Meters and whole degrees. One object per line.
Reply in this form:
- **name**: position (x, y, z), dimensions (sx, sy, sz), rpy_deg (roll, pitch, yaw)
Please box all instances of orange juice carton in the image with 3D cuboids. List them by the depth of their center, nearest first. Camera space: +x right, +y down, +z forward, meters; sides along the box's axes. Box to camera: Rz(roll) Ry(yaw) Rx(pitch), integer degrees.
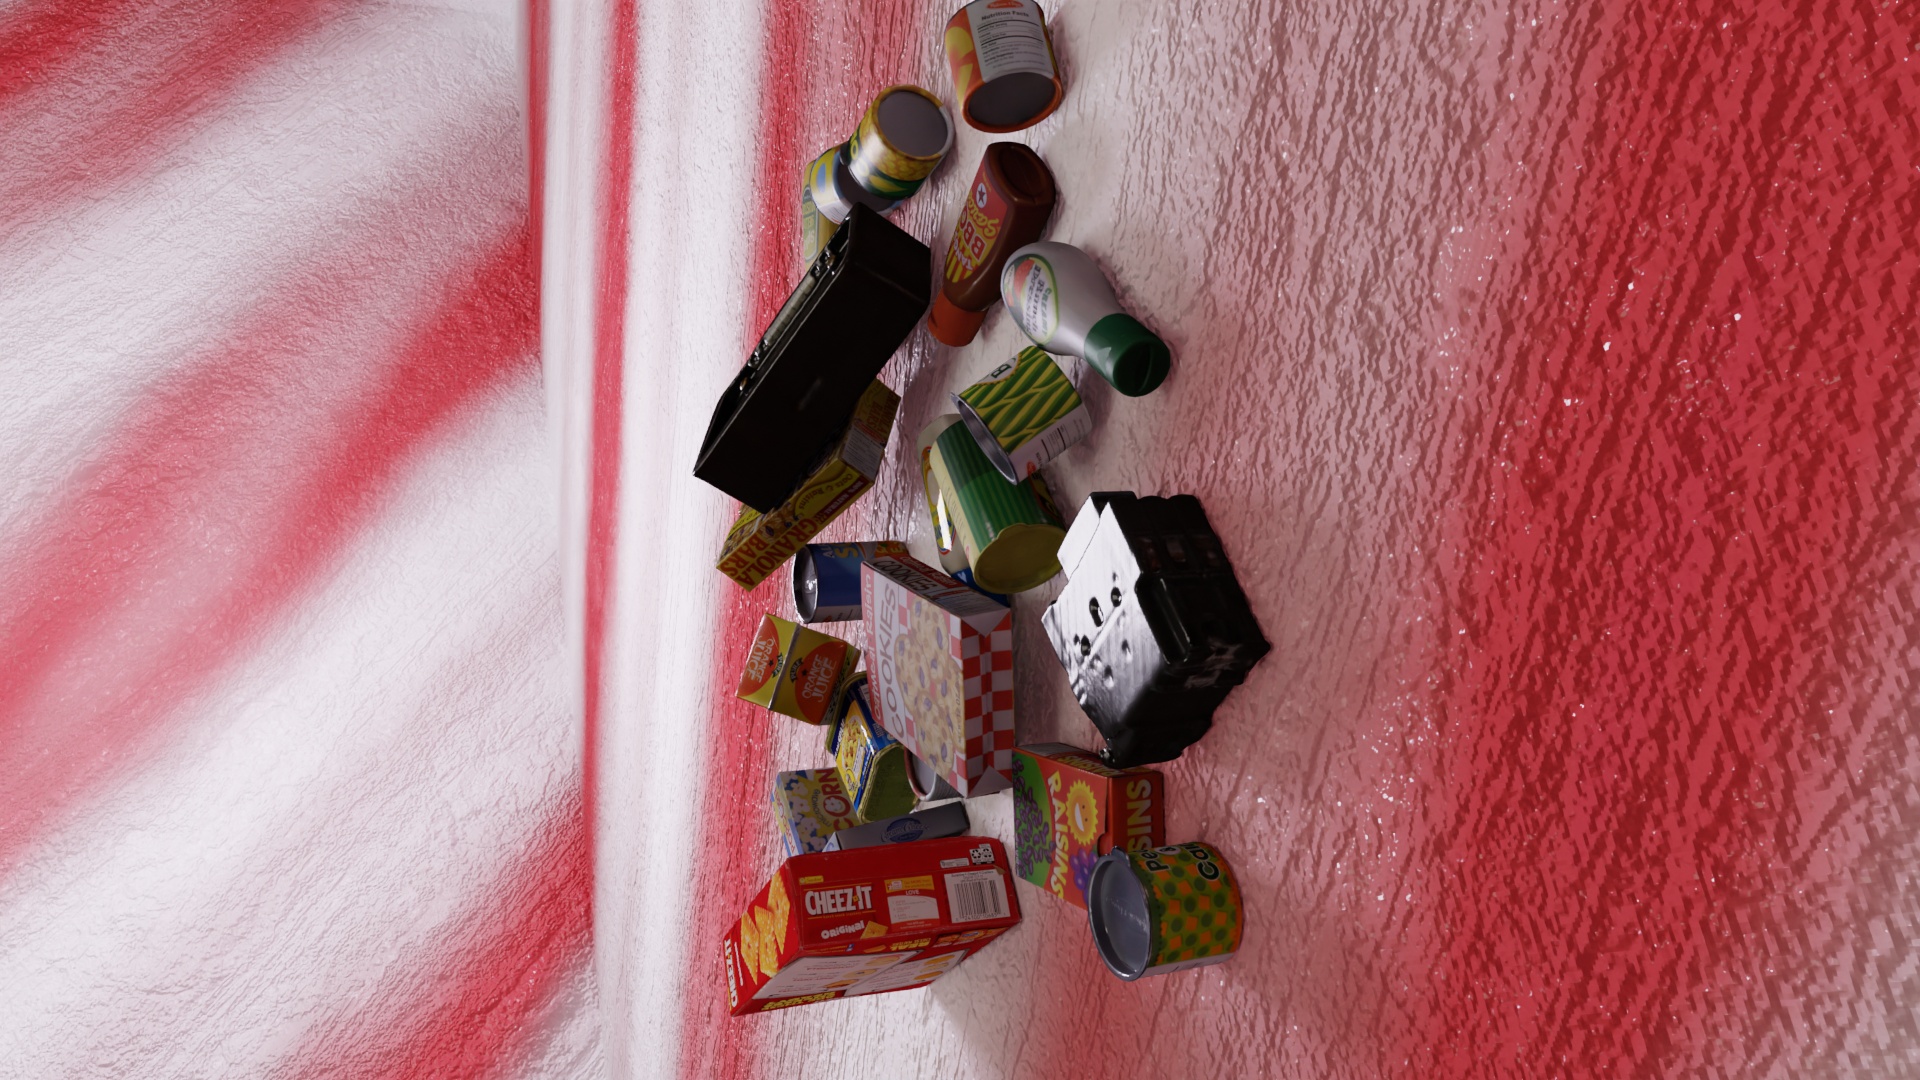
- **orange juice carton**: position (-0.134, 0.109, 1.152), dimensions (0.192, 0.073, 0.072), rpy_deg (85, -156, -82)

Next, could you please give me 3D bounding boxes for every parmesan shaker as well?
- **parmesan shaker**: position (0.025, -0.027, 0.901), dimensions (0.071, 0.071, 0.103), rpy_deg (113, 146, -44)

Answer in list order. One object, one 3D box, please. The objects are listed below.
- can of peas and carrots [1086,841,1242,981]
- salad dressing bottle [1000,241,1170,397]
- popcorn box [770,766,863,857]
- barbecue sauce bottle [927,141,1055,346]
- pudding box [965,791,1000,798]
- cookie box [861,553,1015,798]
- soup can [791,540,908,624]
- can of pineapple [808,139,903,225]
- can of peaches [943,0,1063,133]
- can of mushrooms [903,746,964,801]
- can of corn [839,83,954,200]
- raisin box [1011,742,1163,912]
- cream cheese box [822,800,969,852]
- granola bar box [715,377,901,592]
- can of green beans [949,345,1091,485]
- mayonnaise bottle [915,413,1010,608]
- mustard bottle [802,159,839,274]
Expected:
- **can of peas and carrots**: position (0.109, 0.195, 0.745), dimensions (0.071, 0.059, 0.071), rpy_deg (179, 89, -66)
- **salad dressing bottle**: position (0.072, -0.130, 0.815), dimensions (0.148, 0.044, 0.064), rpy_deg (-128, 39, -52)
- **popcorn box**: position (-0.106, 0.255, 1.197), dimensions (0.127, 0.085, 0.038), rpy_deg (-117, 35, -43)
- **barbecue sauce bottle**: position (0.017, -0.192, 0.934), dimensions (0.147, 0.044, 0.065), rpy_deg (119, 140, -50)
- **pudding box**: position (0.008, 0.137, 0.999), dimensions (0.084, 0.030, 0.049), rpy_deg (-116, 34, -41)
- **cookie box**: position (-0.019, 0.087, 0.952), dimensions (0.167, 0.040, 0.122), rpy_deg (-155, 59, -62)
- **soup can**: position (-0.089, 0.031, 1.140), dimensions (0.071, 0.084, 0.071), rpy_deg (179, 89, -65)
- **can of pineapple**: position (-0.081, -0.290, 1.116), dimensions (0.058, 0.071, 0.071), rpy_deg (-167, 76, -65)
- **can of peaches**: position (0.027, -0.298, 0.876), dimensions (0.071, 0.071, 0.058), rpy_deg (134, 128, -58)
- **can of mushrooms**: position (-0.017, 0.162, 1.053), dimensions (0.071, 0.033, 0.071), rpy_deg (178, 89, -66)
- **can of corn**: position (-0.047, -0.297, 1.033), dimensions (0.058, 0.071, 0.071), rpy_deg (145, 119, -61)
- **raisin box**: position (0.075, 0.173, 0.842), dimensions (0.123, 0.040, 0.086), rpy_deg (-179, 87, -65)
- **cream cheese box**: position (-0.050, 0.227, 1.047), dimensions (0.024, 0.104, 0.053), rpy_deg (68, 151, 25)
- **granola bar box**: position (-0.124, -0.048, 1.129), dimensions (0.165, 0.039, 0.125), rpy_deg (-38, 24, 33)
- **can of green beans**: position (0.038, -0.077, 0.847), dimensions (0.071, 0.058, 0.071), rpy_deg (54, 174, 8)
- **mayonnaise bottle**: position (0.004, -0.012, 0.981), dimensions (0.064, 0.041, 0.148), rpy_deg (138, 125, -60)
- **mustard bottle**: position (-0.109, -0.248, 1.202), dimensions (0.065, 0.049, 0.160), rpy_deg (-170, 79, -67)
